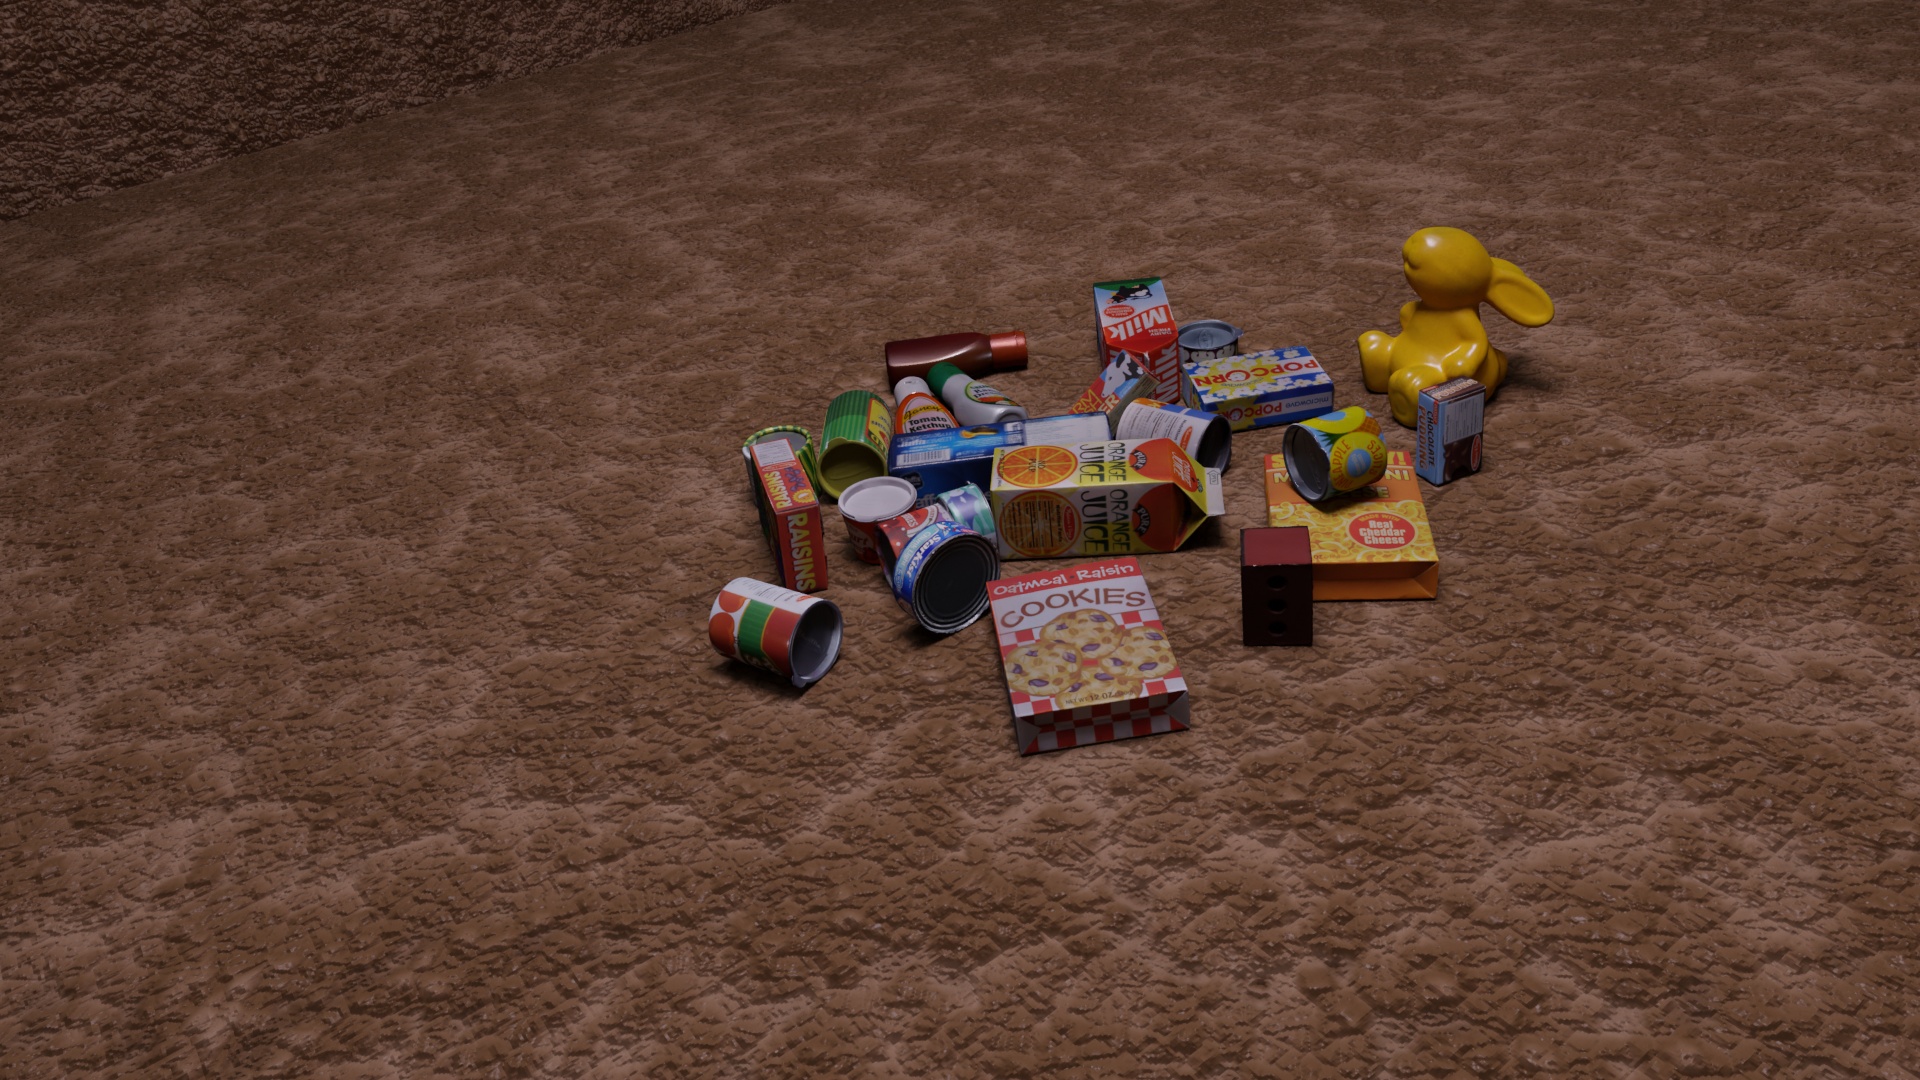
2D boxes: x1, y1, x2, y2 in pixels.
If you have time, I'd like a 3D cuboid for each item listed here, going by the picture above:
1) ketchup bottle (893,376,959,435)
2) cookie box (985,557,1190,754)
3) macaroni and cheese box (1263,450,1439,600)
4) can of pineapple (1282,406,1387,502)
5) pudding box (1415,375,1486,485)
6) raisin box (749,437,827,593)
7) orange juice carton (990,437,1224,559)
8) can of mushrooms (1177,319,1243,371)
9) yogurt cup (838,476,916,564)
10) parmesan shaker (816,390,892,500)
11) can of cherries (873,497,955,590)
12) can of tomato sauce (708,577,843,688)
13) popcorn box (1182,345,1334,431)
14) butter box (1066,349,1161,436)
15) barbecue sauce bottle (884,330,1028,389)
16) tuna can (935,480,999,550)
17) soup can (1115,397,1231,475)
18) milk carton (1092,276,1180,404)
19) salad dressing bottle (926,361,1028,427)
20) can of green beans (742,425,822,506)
[{"bbox_3d":[-0.036,-0.111,1.350,0.065,0.043,0.149,-7,33,-9],"label":"ketchup bottle"},{"bbox_3d":[0.091,0.081,1.040,0.123,0.040,0.168,-9,34,-1],"label":"cookie box"},{"bbox_3d":[0.315,-0.016,1.138,0.124,0.040,0.167,-1,34,9],"label":"macaroni and cheese box"},{"bbox_3d":[0.303,-0.070,1.121,0.058,0.070,0.071,-18,35,-14],"label":"can of pineapple"},{"bbox_3d":[0.421,-0.094,1.194,0.050,0.083,0.030,-19,32,-16],"label":"pudding box"},{"bbox_3d":[-0.148,-0.022,1.202,0.040,0.085,0.124,-11,33,-13],"label":"raisin box"},{"bbox_3d":[0.125,-0.037,1.179,0.193,0.072,0.072,-3,34,7],"label":"orange juice carton"},{"bbox_3d":[0.255,-0.198,1.426,0.071,0.033,0.071,-6,33,4],"label":"can of mushrooms"},{"bbox_3d":[-0.069,-0.016,1.205,0.072,0.053,0.073,-5,34,4],"label":"yogurt cup"},{"bbox_3d":[-0.100,-0.093,1.310,0.071,0.071,0.103,-6,34,4],"label":"parmesan shaker"},{"bbox_3d":[-0.034,0.006,1.150,0.058,0.071,0.072,-19,35,-15],"label":"can of cherries"},{"bbox_3d":[-0.145,0.071,1.084,0.083,0.070,0.071,14,39,30],"label":"can of tomato sauce"},{"bbox_3d":[0.285,-0.145,1.337,0.127,0.038,0.085,-9,34,-2],"label":"popcorn box"},{"bbox_3d":[0.136,-0.125,1.298,0.103,0.024,0.053,-49,35,13],"label":"butter box"},{"bbox_3d":[-0.004,-0.194,1.467,0.149,0.043,0.065,-8,34,-1],"label":"barbecue sauce bottle"},{"bbox_3d":[0.004,-0.015,1.175,0.033,0.070,0.071,-18,35,-14],"label":"tuna can"},{"bbox_3d":[0.193,-0.088,1.251,0.084,0.071,0.072,18,41,34],"label":"soup can"},{"bbox_3d":[0.179,-0.195,1.403,0.073,0.072,0.191,-5,34,3],"label":"milk carton"},{"bbox_3d":[0.013,-0.136,1.373,0.064,0.043,0.148,0,25,-30],"label":"salad dressing bottle"},{"bbox_3d":[-0.166,-0.067,1.298,0.071,0.057,0.071,-5,34,4],"label":"can of green beans"}]
